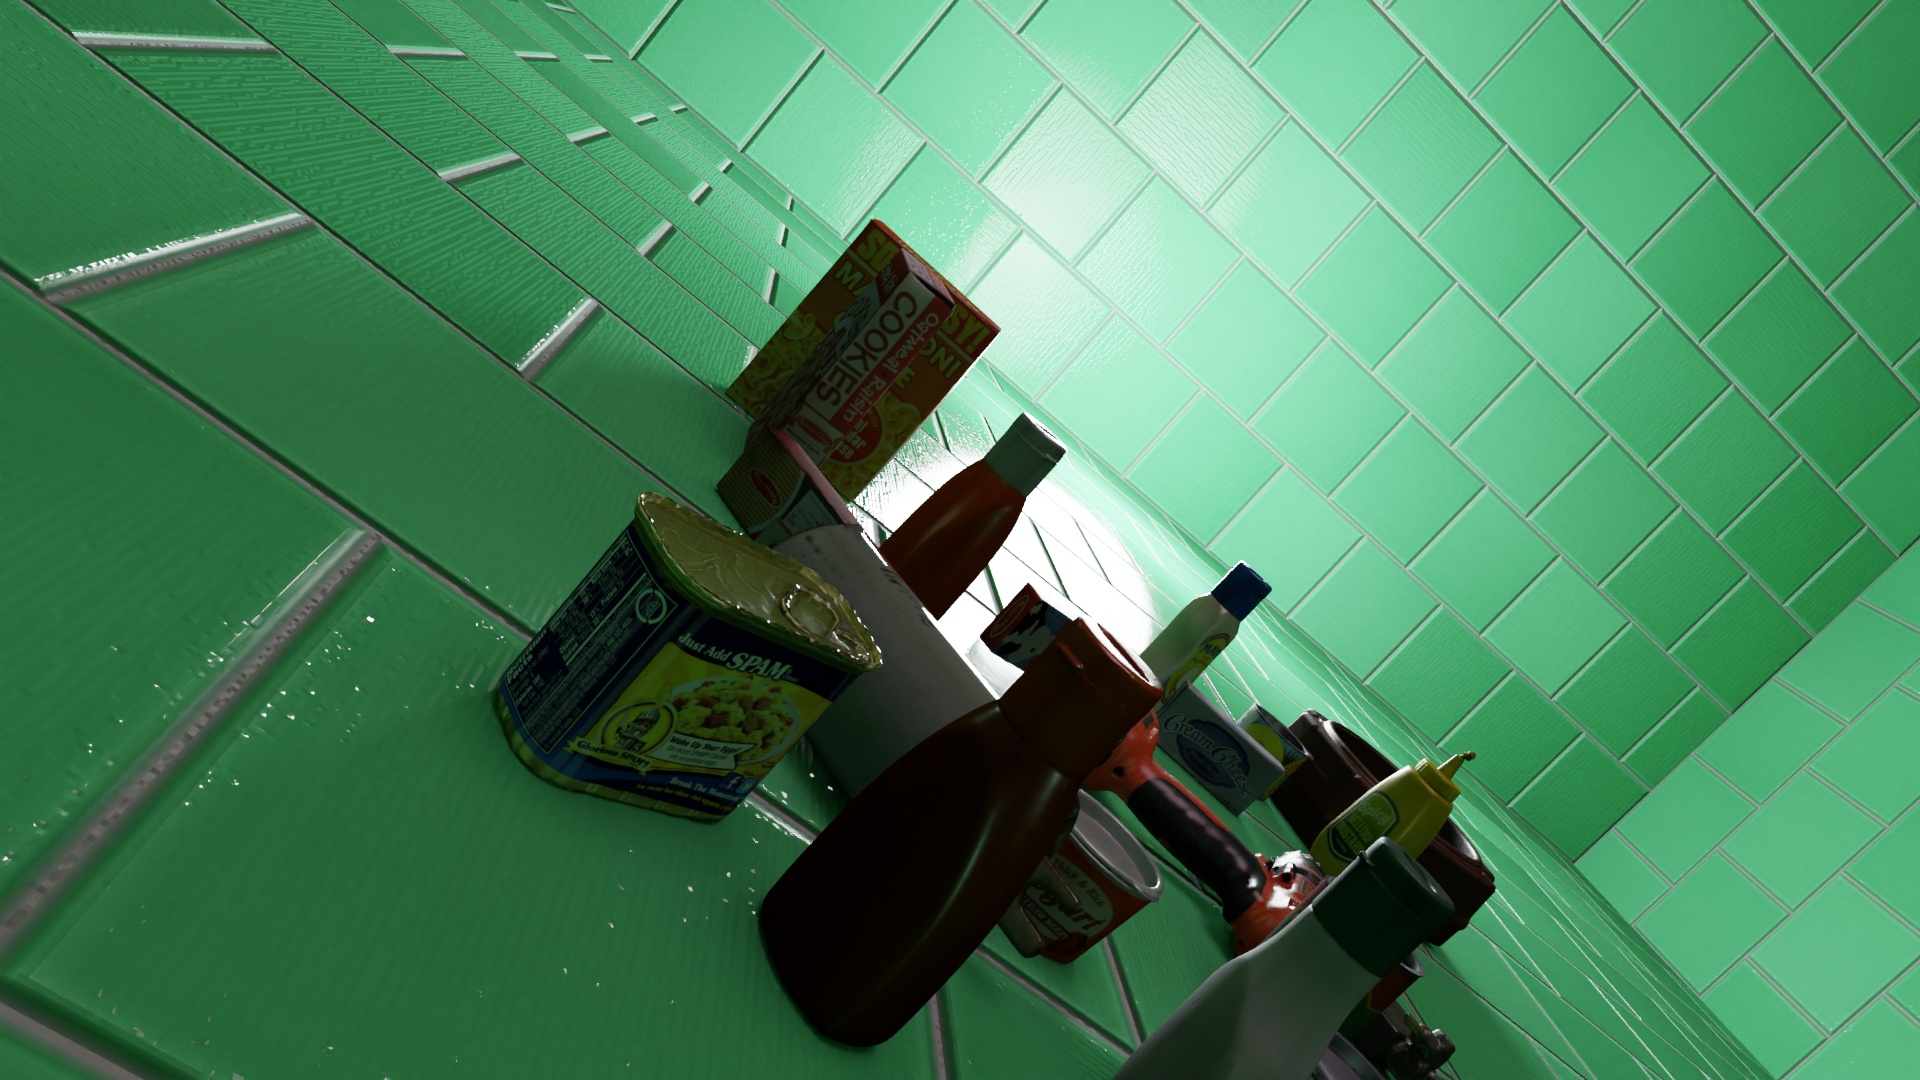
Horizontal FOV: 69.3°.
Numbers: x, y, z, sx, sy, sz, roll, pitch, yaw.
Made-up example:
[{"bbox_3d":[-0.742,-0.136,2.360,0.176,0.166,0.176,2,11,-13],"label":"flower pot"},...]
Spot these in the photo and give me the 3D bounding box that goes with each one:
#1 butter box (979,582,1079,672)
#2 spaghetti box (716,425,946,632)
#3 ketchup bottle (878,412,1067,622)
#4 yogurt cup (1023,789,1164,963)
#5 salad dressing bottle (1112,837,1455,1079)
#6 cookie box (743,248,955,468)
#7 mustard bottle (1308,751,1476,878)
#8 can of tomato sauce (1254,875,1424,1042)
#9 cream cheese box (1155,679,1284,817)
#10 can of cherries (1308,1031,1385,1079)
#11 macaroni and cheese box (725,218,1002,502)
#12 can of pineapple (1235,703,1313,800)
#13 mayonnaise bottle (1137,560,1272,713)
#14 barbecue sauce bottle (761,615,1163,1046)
[{"bbox_3d":[0.065,0.073,0.987,0.103,0.053,0.024,33,14,-40],"label":"butter box"},{"bbox_3d":[-0.055,0.031,0.735,0.028,0.050,0.251,29,17,-52],"label":"spaghetti box"},{"bbox_3d":[0.003,-0.011,0.840,0.064,0.148,0.044,31,15,-48],"label":"ketchup bottle"},{"bbox_3d":[0.049,0.150,0.621,0.072,0.054,0.072,40,11,-9],"label":"yogurt cup"},{"bbox_3d":[0.120,0.175,0.522,0.044,0.147,0.064,40,10,-9],"label":"salad dressing bottle"},{"bbox_3d":[-0.074,-0.111,0.913,0.040,0.167,0.123,39,11,-16],"label":"cookie box"},{"bbox_3d":[0.357,0.225,1.133,0.048,0.160,0.065,36,12,-32],"label":"mustard bottle"},{"bbox_3d":[0.186,0.227,0.722,0.071,0.083,0.071,40,10,-9],"label":"can of tomato sauce"},{"bbox_3d":[0.200,0.165,1.101,0.104,0.053,0.024,42,10,2],"label":"cream cheese box"},{"bbox_3d":[0.145,0.243,0.582,0.071,0.058,0.071,40,11,-9],"label":"can of cherries"},{"bbox_3d":[-0.069,-0.130,1.012,0.123,0.166,0.040,41,10,-4],"label":"macaroni and cheese box"},{"bbox_3d":[0.266,0.189,1.230,0.071,0.057,0.071,40,11,-9],"label":"can of pineapple"},{"bbox_3d":[0.197,0.082,1.163,0.041,0.148,0.064,49,12,35],"label":"mayonnaise bottle"},{"bbox_3d":[0.001,0.088,0.442,0.043,0.148,0.065,32,14,-45],"label":"barbecue sauce bottle"}]
